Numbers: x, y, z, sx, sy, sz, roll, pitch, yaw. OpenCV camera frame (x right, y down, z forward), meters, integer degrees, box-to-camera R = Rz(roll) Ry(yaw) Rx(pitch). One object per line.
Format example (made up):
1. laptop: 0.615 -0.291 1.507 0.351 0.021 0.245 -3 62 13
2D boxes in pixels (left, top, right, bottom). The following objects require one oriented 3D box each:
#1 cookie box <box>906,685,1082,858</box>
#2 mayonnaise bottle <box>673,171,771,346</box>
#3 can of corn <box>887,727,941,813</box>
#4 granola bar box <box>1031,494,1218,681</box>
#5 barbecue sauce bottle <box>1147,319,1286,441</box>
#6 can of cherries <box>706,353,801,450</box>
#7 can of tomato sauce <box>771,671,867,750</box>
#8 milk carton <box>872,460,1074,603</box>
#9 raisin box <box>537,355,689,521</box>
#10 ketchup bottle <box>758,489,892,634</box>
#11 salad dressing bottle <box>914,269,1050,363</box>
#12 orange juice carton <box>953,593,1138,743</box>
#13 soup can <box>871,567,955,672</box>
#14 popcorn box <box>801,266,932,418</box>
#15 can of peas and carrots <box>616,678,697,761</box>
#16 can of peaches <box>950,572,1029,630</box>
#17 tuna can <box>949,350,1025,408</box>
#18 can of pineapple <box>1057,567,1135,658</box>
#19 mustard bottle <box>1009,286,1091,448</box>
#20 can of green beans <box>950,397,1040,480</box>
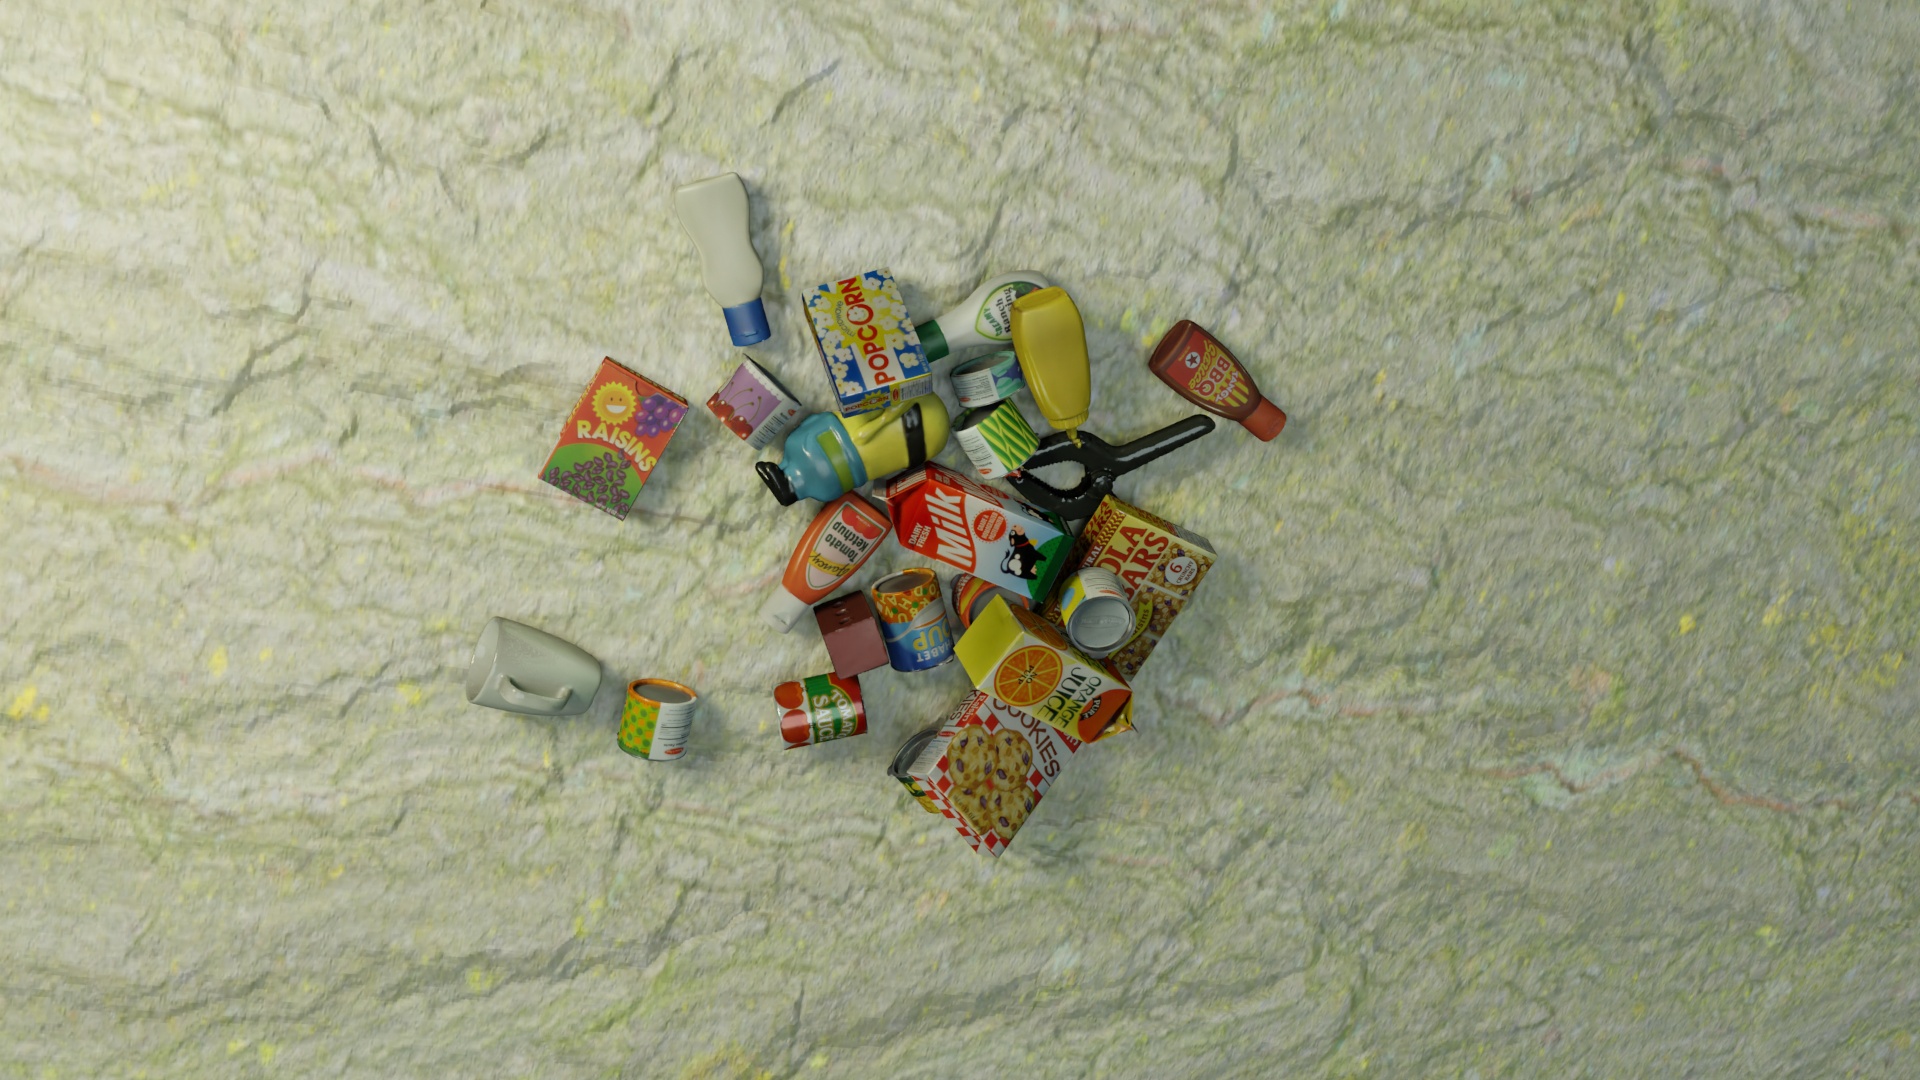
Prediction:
1. cookie box: 0.039 0.211 1.386 0.168 0.040 0.122 -50 114 -29
2. mayonnaise bottle: -0.206 -0.248 1.234 0.065 0.041 0.147 -17 110 -7
3. can of corn: -0.029 0.234 1.401 0.071 0.071 0.058 -39 111 -1
4. granola bar box: 0.159 0.049 1.391 0.124 0.039 0.165 23 113 -19
5. barbecue sauce bottle: 0.259 -0.153 1.376 0.148 0.044 0.065 34 94 -21
6. can of cherries: -0.189 -0.125 1.260 0.071 0.071 0.058 41 94 -21
7. can of tomato sauce: -0.137 0.165 1.351 0.083 0.071 0.071 -11 108 -10
8. milk carton: 0.005 -0.017 1.322 0.190 0.072 0.073 23 105 -9
9. raisin box: -0.312 -0.092 1.251 0.086 0.040 0.123 30 96 -19
10. ketchup bottle: -0.133 0.022 1.327 0.064 0.043 0.148 38 94 -22
11. salad dressing bottle: 0.015 -0.204 1.299 0.148 0.044 0.064 -24 113 -6
12. orange juice carton: 0.095 0.133 1.348 0.192 0.072 0.073 30 105 -31
13. soup can: -0.043 0.077 1.350 0.071 0.071 0.083 -16 109 -9
14. popcorn box: -0.084 -0.178 1.244 0.085 0.127 0.038 -17 153 -8
15. can of peas and carrots: -0.290 0.169 1.318 0.071 0.071 0.058 11 102 -17
16. can of peaches: 0.028 0.063 1.371 0.071 0.058 0.071 -4 107 -13
17. tuna can: 0.026 -0.153 1.307 0.071 0.071 0.032 -21 109 -7
18. can of pineapple: 0.130 0.069 1.340 0.071 0.058 0.070 -3 119 -5
19. mustard bottle: 0.090 -0.155 1.296 0.065 0.049 0.159 -19 122 -6
20. can of green beans: 0.033 -0.100 1.322 0.071 0.071 0.057 -37 110 -2
